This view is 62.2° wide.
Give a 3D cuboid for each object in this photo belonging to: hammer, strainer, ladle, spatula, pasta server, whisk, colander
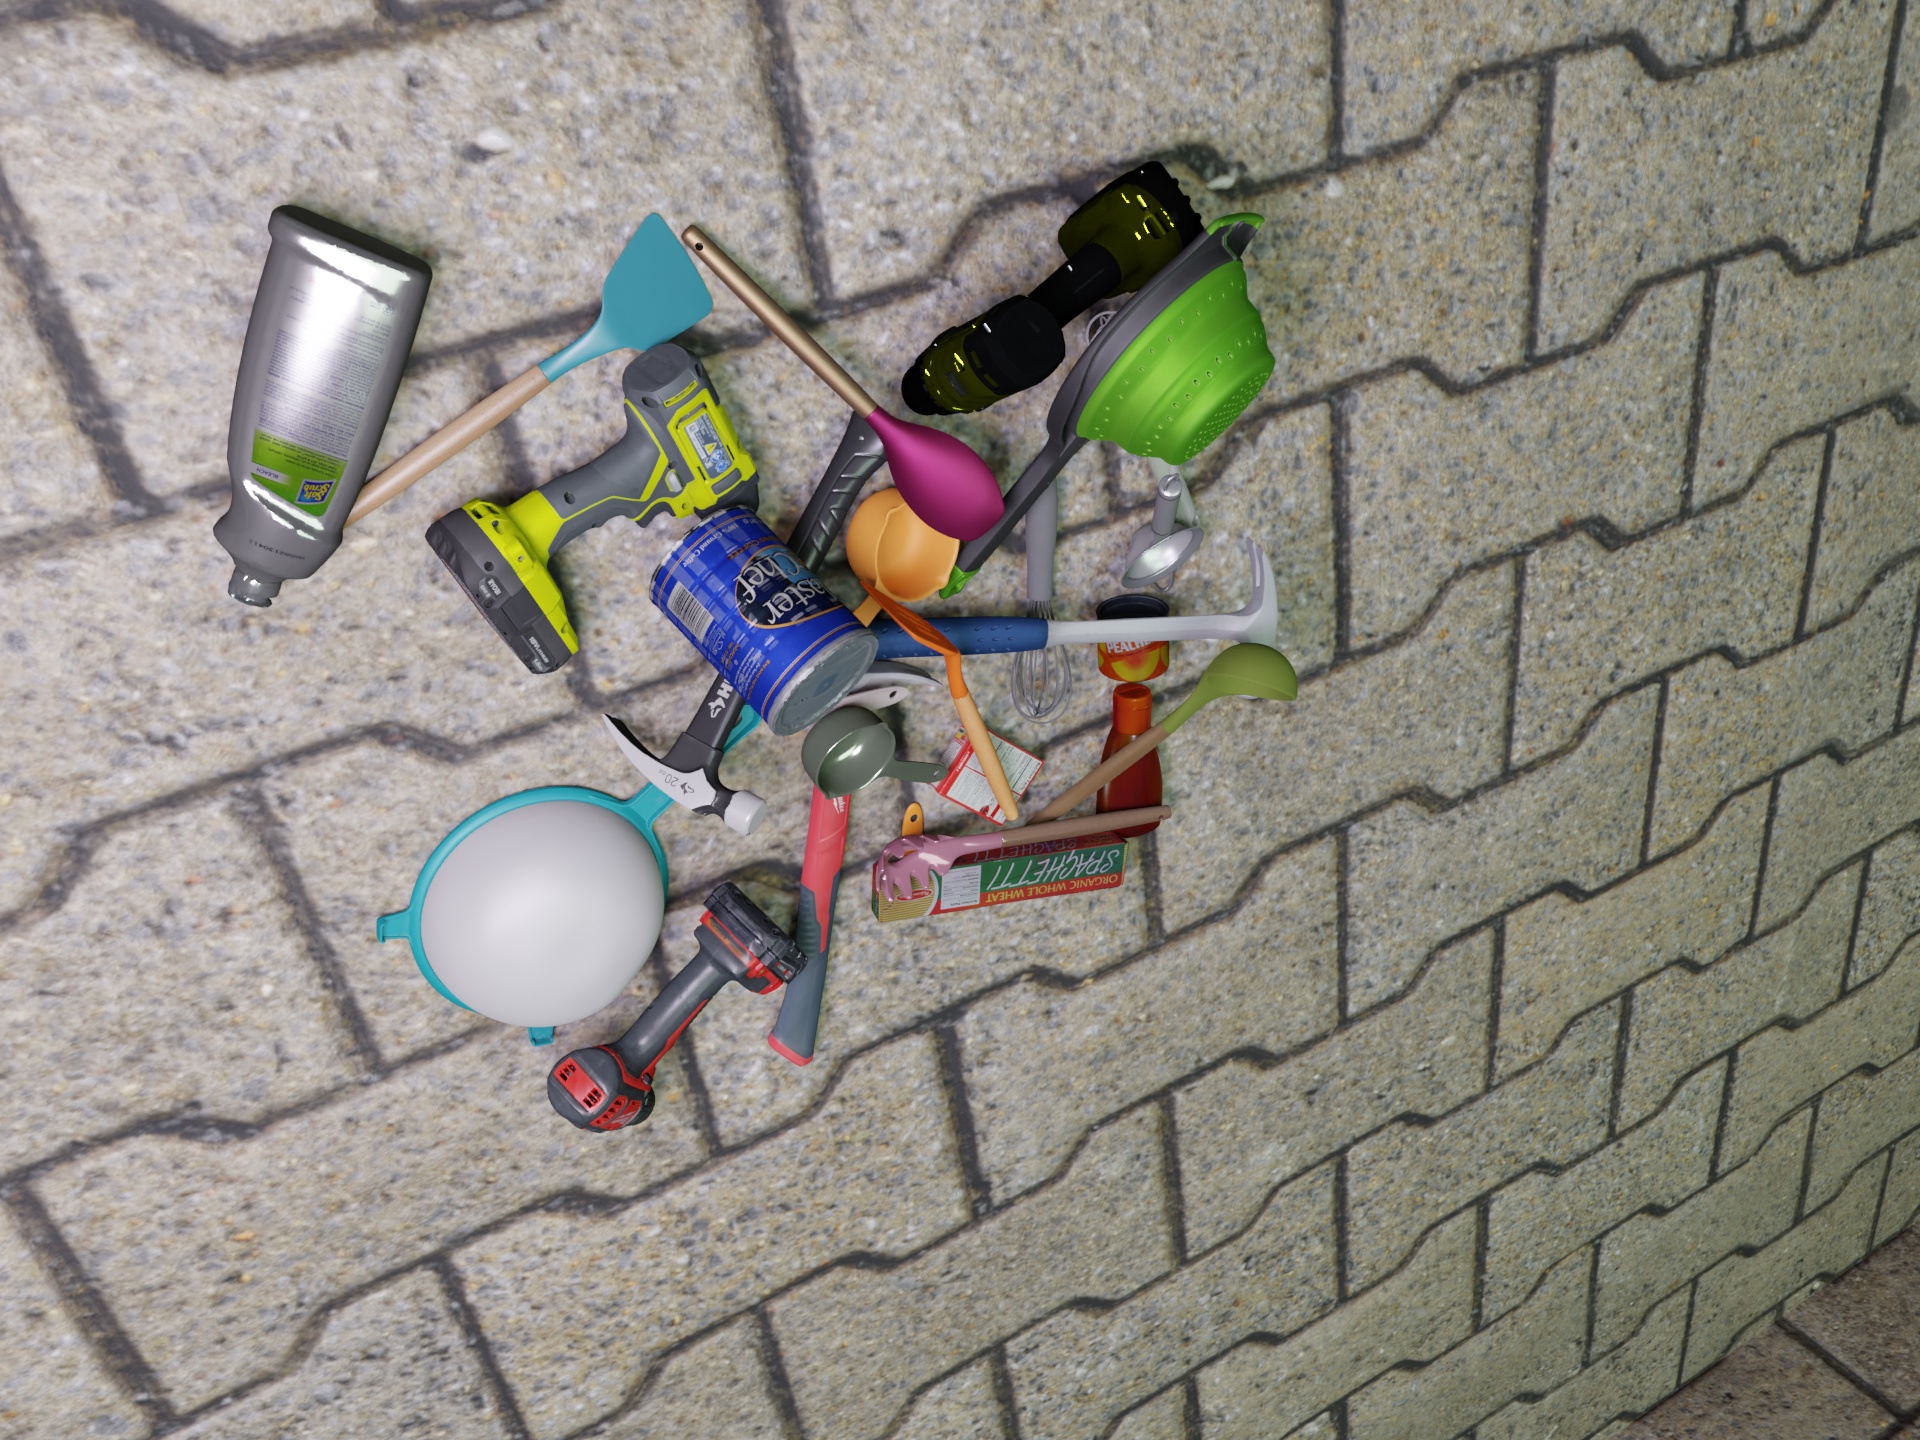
[{"bbox_3d":[0.082,-0.080,1.350,0.405,0.035,0.144,-3,118,-15],"label":"hammer"},{"bbox_3d":[0.172,-0.166,1.357,0.087,0.050,0.258,-30,169,-3],"label":"strainer"},{"bbox_3d":[0.167,0.030,1.411,0.078,0.062,0.320,19,136,-36],"label":"ladle"},{"bbox_3d":[-0.312,-0.228,1.106,0.317,0.044,0.082,-37,128,-5],"label":"spatula"},{"bbox_3d":[-0.148,-0.090,1.234,0.335,0.146,0.035,-63,167,-4],"label":"hammer"},{"bbox_3d":[0.062,0.109,1.448,0.316,0.040,0.060,-7,129,-26],"label":"pasta server"},{"bbox_3d":[-0.002,-0.004,1.327,0.041,0.081,0.322,-36,140,-10],"label":"spatula"},{"bbox_3d":[0.165,-0.251,1.372,0.246,0.059,0.058,60,44,-41],"label":"whisk"},{"bbox_3d":[-0.273,0.121,1.258,0.340,0.095,0.210,-44,128,-4],"label":"strainer"},{"bbox_3d":[0.072,-0.109,1.386,0.055,0.055,0.238,-12,115,-26],"label":"whisk"},{"bbox_3d":[0.122,-0.209,1.242,0.397,0.094,0.204,-49,171,32],"label":"colander"},{"bbox_3d":[-0.109,0.132,1.402,0.143,0.038,0.386,-5,116,-31],"label":"hammer"}]

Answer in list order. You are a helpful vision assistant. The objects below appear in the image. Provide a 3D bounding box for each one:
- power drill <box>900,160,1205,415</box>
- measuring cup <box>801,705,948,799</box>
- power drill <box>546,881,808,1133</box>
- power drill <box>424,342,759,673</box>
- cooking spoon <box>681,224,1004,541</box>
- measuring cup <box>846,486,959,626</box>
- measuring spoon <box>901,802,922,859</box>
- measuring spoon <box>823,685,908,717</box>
[{"bbox_3d":[0.062,-0.314,1.207,0.228,0.190,0.080,-44,107,-20],"label":"power drill"},{"bbox_3d":[-0.068,0.028,1.332,0.083,0.038,0.167,-53,148,17],"label":"measuring cup"},{"bbox_3d":[-0.236,0.254,1.333,0.227,0.080,0.187,-46,166,-11],"label":"power drill"},{"bbox_3d":[-0.251,-0.143,1.145,0.223,0.080,0.171,-39,142,-13],"label":"power drill"},{"bbox_3d":[-0.085,-0.248,1.184,0.068,0.017,0.318,-40,114,19],"label":"cooking spoon"},{"bbox_3d":[-0.076,-0.112,1.275,0.173,0.052,0.095,-51,136,-10],"label":"measuring cup"},{"bbox_3d":[-0.043,0.128,1.456,0.021,0.011,0.116,-11,119,-27],"label":"measuring spoon"},{"bbox_3d":[-0.096,-0.017,1.303,0.124,0.018,0.034,-12,133,-37],"label":"measuring spoon"}]
